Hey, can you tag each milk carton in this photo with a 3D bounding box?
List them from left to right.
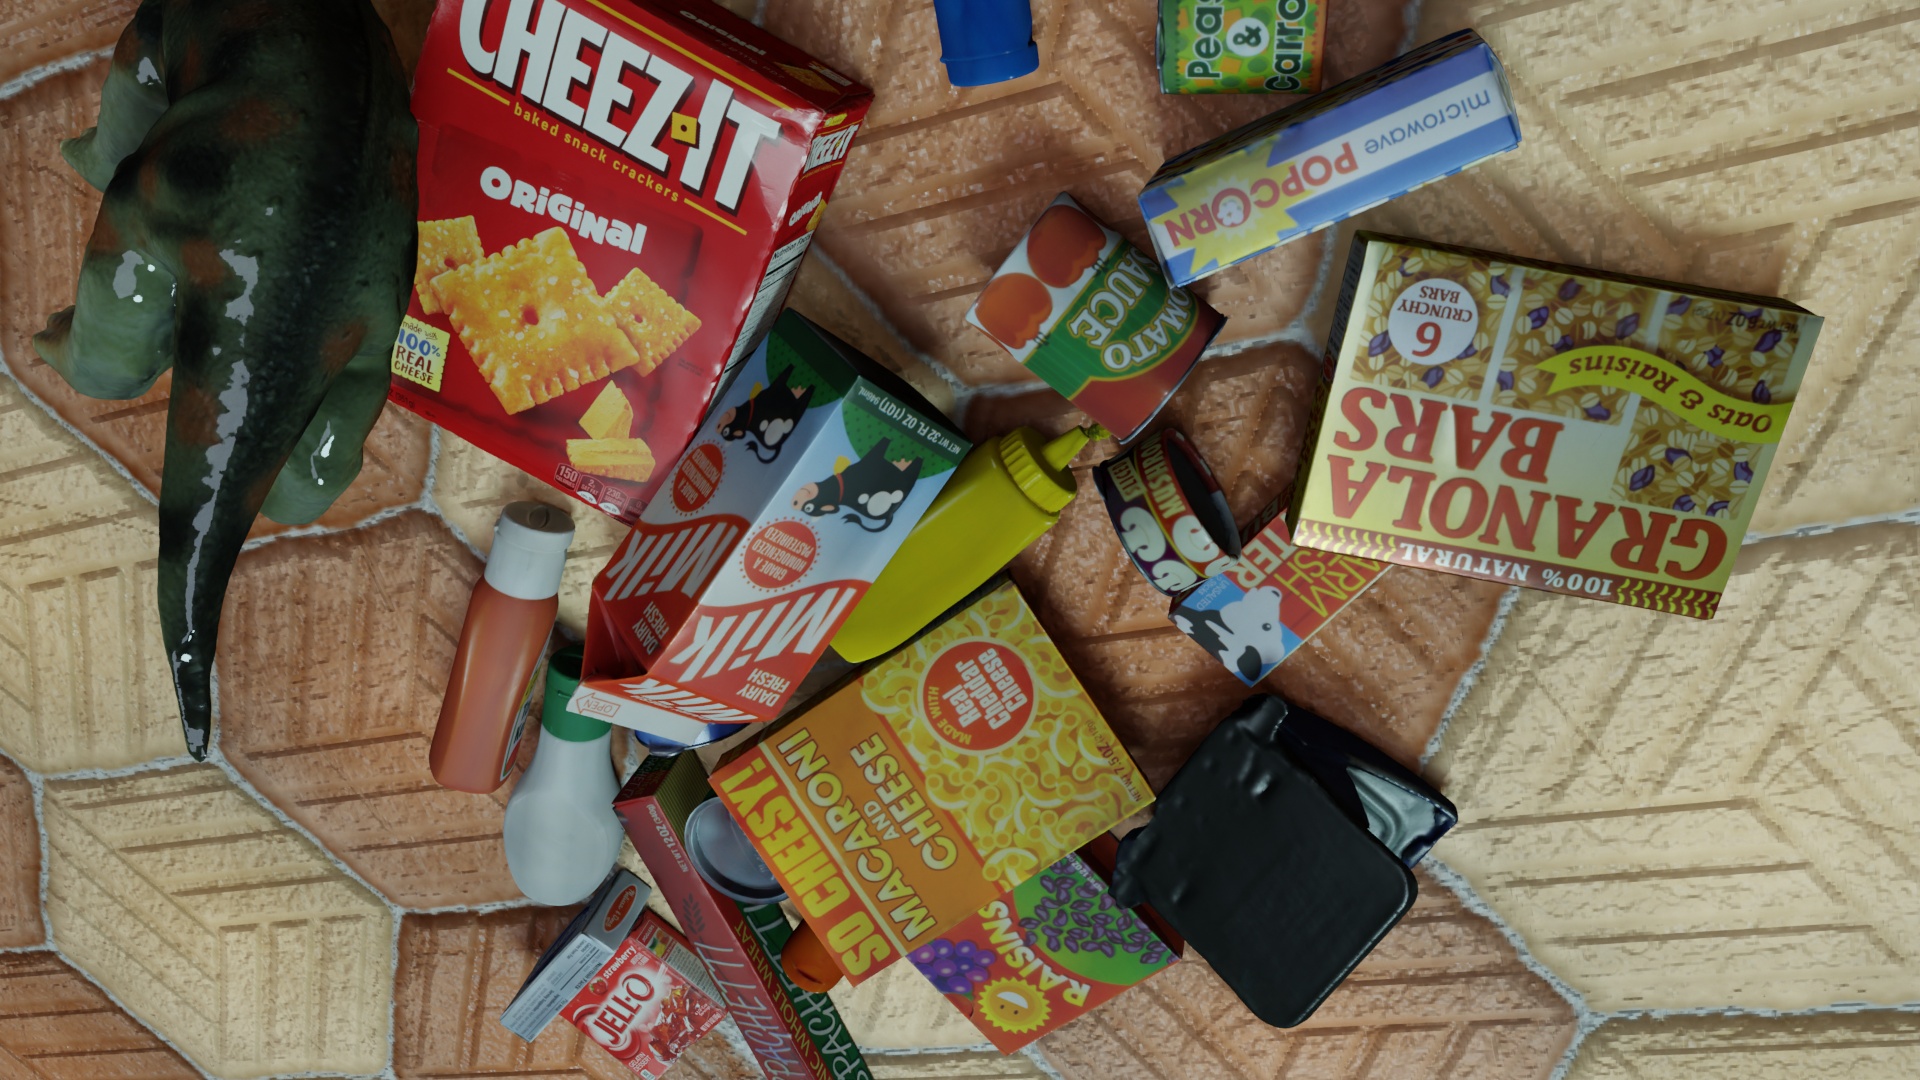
[{"bbox_3d":[-0.089,0.006,0.593,0.072,0.073,0.190,28,101,-43],"label":"milk carton"}]

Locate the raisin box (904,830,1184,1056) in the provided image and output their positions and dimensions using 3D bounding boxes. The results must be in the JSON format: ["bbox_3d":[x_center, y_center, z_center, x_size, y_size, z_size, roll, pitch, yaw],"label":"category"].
[{"bbox_3d":[0.042,0.203,0.717,0.123,0.040,0.086,-39,101,27],"label":"raisin box"}]

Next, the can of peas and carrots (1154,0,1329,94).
[{"bbox_3d":[0.103,-0.193,0.499,0.059,0.071,0.070,4,115,12],"label":"can of peas and carrots"}]

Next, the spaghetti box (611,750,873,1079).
[{"bbox_3d":[-0.114,0.229,0.763,0.028,0.050,0.249,-18,109,20],"label":"spaghetti box"}]

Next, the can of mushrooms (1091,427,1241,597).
[{"bbox_3d":[0.088,-0.014,0.588,0.033,0.071,0.071,-29,104,24],"label":"can of mushrooms"}]

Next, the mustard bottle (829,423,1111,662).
[{"bbox_3d":[0.002,-0.008,0.618,0.160,0.065,0.049,-37,101,21],"label":"mustard bottle"}]

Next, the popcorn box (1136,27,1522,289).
[{"bbox_3d":[0.133,-0.141,0.508,0.126,0.085,0.038,-20,107,23],"label":"popcorn box"}]

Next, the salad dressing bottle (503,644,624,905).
[{"bbox_3d":[-0.209,0.126,0.746,0.064,0.044,0.147,16,116,3],"label":"salad dressing bottle"}]

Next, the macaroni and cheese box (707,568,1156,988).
[{"bbox_3d":[-0.013,0.111,0.649,0.166,0.040,0.123,-33,95,4],"label":"macaroni and cheese box"}]

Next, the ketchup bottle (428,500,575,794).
[{"bbox_3d":[-0.233,0.053,0.709,0.043,0.065,0.148,15,111,-16],"label":"ketchup bottle"}]

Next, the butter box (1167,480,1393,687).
[{"bbox_3d":[0.145,0.013,0.611,0.053,0.024,0.103,39,118,-6],"label":"butter box"}]

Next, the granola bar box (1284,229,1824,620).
[{"bbox_3d":[0.222,-0.045,0.540,0.166,0.039,0.123,10,109,3],"label":"granola bar box"}]

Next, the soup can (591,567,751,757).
[{"bbox_3d":[-0.138,0.051,0.675,0.071,0.072,0.083,-5,113,17],"label":"soup can"}]

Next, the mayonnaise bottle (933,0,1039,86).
[{"bbox_3d":[0.000,-0.246,0.510,0.041,0.065,0.147,-5,117,13],"label":"mayonnaise bottle"}]

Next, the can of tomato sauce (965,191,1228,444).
[{"bbox_3d":[0.054,-0.091,0.561,0.083,0.071,0.071,38,118,-4],"label":"can of tomato sauce"}]

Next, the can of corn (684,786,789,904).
[{"bbox_3d":[-0.097,0.142,0.714,0.071,0.058,0.070,6,115,12],"label":"can of corn"}]

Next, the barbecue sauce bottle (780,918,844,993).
[{"bbox_3d":[-0.046,0.179,0.726,0.065,0.044,0.148,31,119,-6],"label":"barbecue sauce bottle"}]

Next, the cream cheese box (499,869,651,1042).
[{"bbox_3d":[-0.220,0.238,0.794,0.024,0.053,0.103,39,118,-7],"label":"cream cheese box"}]
